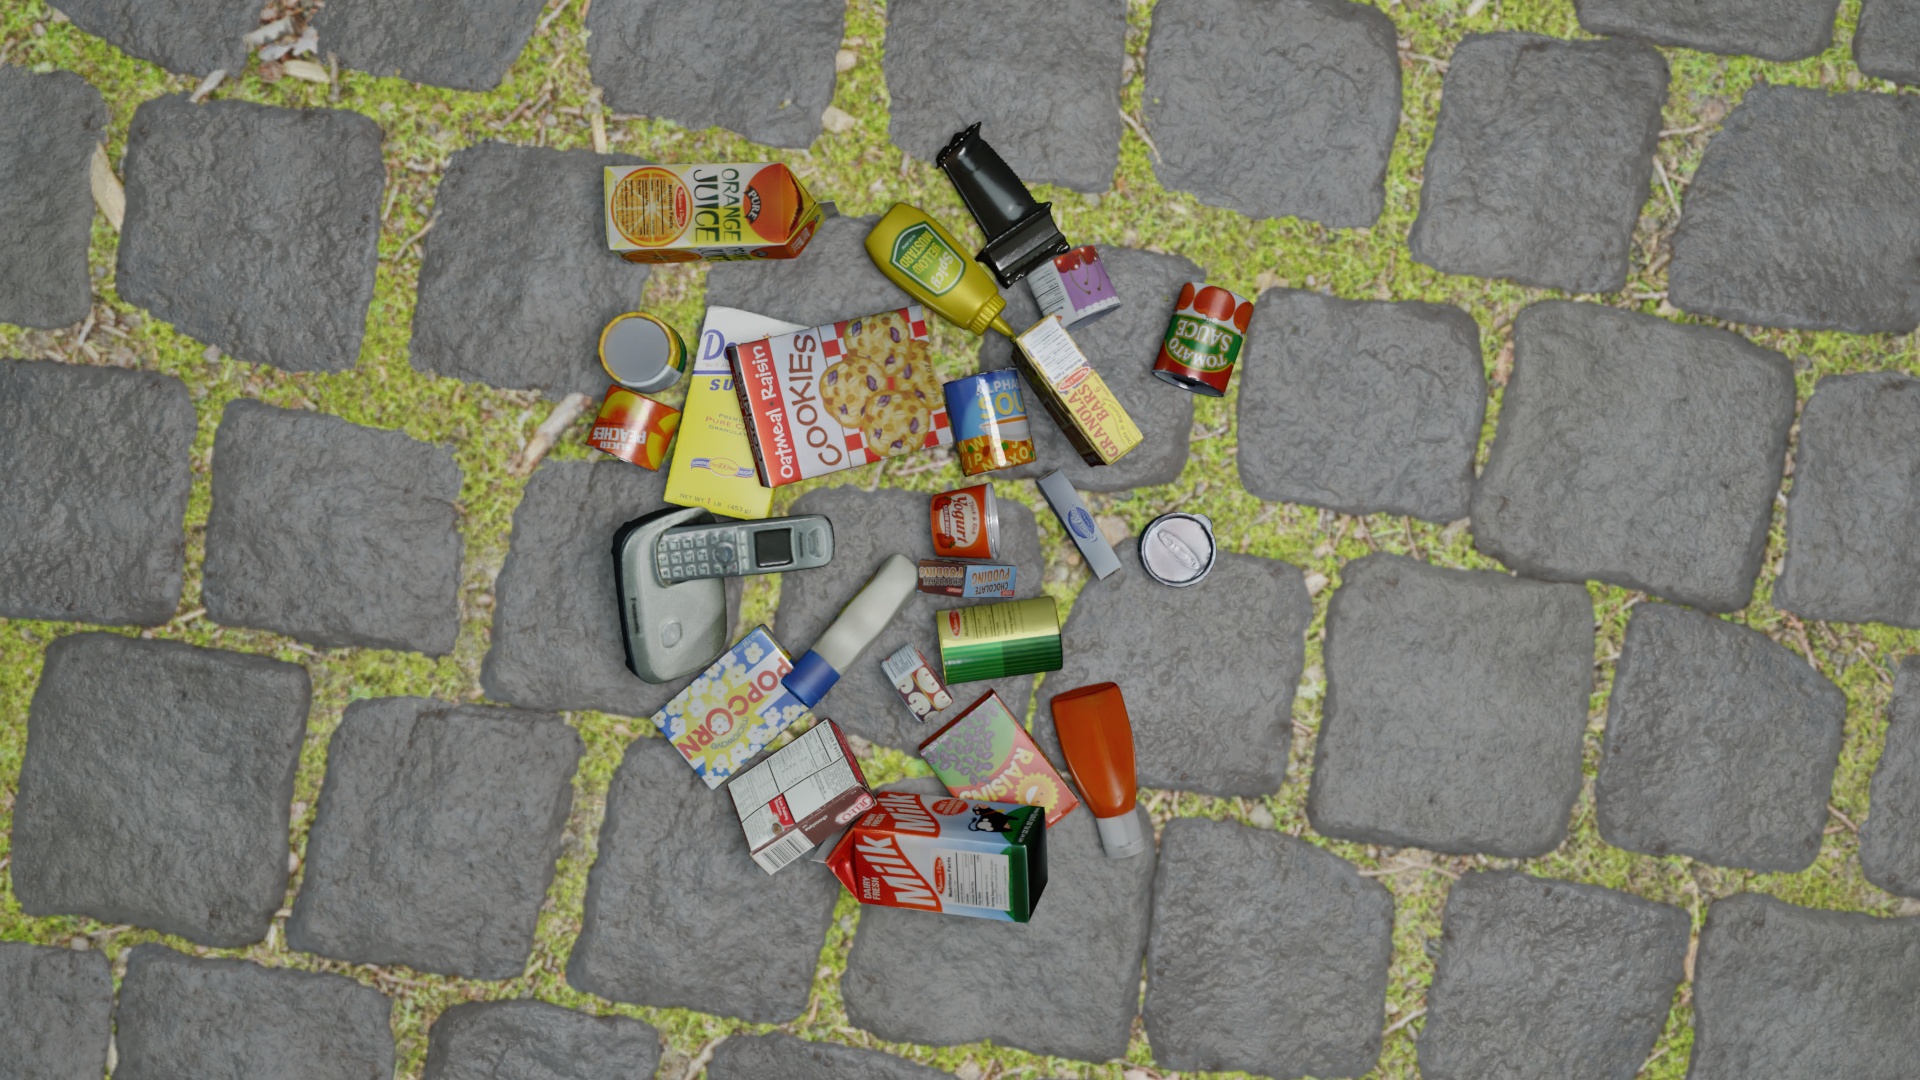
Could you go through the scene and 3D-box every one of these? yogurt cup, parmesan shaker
[{"bbox_3d":[0.004,-0.015,1.206,0.054,0.072,0.072,-5,91,7],"label":"yogurt cup"},{"bbox_3d":[0.034,0.089,1.203,0.103,0.071,0.071,-7,91,-2],"label":"parmesan shaker"}]

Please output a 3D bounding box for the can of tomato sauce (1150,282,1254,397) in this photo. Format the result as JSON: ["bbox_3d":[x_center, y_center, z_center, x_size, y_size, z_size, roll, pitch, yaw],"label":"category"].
[{"bbox_3d":[0.211,-0.174,1.205,0.071,0.071,0.083,20,90,-1],"label":"can of tomato sauce"}]

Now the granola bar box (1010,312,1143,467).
[{"bbox_3d":[0.093,-0.120,1.156,0.039,0.165,0.124,-36,91,2],"label":"granola bar box"}]

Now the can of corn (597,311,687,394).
[{"bbox_3d":[-0.276,-0.164,1.201,0.071,0.058,0.071,0,91,-1],"label":"can of corn"}]

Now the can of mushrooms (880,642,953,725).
[{"bbox_3d":[-0.036,0.125,1.205,0.033,0.071,0.071,-36,91,-1],"label":"can of mushrooms"}]

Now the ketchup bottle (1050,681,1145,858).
[{"bbox_3d":[0.126,0.202,1.219,0.065,0.043,0.148,-15,91,0],"label":"ketchup bottle"}]

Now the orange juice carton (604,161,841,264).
[{"bbox_3d":[-0.201,-0.282,1.195,0.193,0.072,0.073,-2,91,-1],"label":"orange juice carton"}]

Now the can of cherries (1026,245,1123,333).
[{"bbox_3d":[0.100,-0.217,1.207,0.071,0.071,0.058,-25,90,-1],"label":"can of cherries"}]

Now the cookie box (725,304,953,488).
[{"bbox_3d":[-0.103,-0.123,1.186,0.168,0.040,0.122,-16,98,-19],"label":"cookie box"}]

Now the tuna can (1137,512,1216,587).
[{"bbox_3d":[0.192,0.006,1.224,0.071,0.033,0.071,0,91,-1],"label":"tuna can"}]

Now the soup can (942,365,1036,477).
[{"bbox_3d":[0.028,-0.103,1.202,0.071,0.071,0.083,-13,91,-1],"label":"soup can"}]

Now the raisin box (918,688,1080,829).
[{"bbox_3d":[0.034,0.205,1.219,0.086,0.040,0.123,-38,92,-2],"label":"raisin box"}]

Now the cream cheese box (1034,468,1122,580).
[{"bbox_3d":[0.103,-0.015,1.212,0.024,0.053,0.104,-32,91,2],"label":"cream cheese box"}]

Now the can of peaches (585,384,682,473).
[{"bbox_3d":[-0.281,-0.097,1.195,0.071,0.071,0.058,23,89,-1],"label":"can of peaches"}]

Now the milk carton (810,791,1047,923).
[{"bbox_3d":[-0.027,0.264,1.178,0.190,0.072,0.073,2,107,16],"label":"milk carton"}]

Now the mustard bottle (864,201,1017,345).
[{"bbox_3d":[-0.008,-0.225,1.211,0.160,0.049,0.065,39,91,-1],"label":"mustard bottle"}]

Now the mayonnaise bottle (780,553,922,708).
[{"bbox_3d":[-0.092,0.077,1.190,0.041,0.064,0.148,42,76,0],"label":"mayonnaise bottle"}]

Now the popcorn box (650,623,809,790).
[{"bbox_3d":[-0.194,0.144,1.214,0.127,0.038,0.085,-40,92,-1],"label":"popcorn box"}]

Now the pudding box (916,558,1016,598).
[{"bbox_3d":[0.006,0.032,1.190,0.049,0.084,0.030,7,91,33],"label":"pudding box"}]
